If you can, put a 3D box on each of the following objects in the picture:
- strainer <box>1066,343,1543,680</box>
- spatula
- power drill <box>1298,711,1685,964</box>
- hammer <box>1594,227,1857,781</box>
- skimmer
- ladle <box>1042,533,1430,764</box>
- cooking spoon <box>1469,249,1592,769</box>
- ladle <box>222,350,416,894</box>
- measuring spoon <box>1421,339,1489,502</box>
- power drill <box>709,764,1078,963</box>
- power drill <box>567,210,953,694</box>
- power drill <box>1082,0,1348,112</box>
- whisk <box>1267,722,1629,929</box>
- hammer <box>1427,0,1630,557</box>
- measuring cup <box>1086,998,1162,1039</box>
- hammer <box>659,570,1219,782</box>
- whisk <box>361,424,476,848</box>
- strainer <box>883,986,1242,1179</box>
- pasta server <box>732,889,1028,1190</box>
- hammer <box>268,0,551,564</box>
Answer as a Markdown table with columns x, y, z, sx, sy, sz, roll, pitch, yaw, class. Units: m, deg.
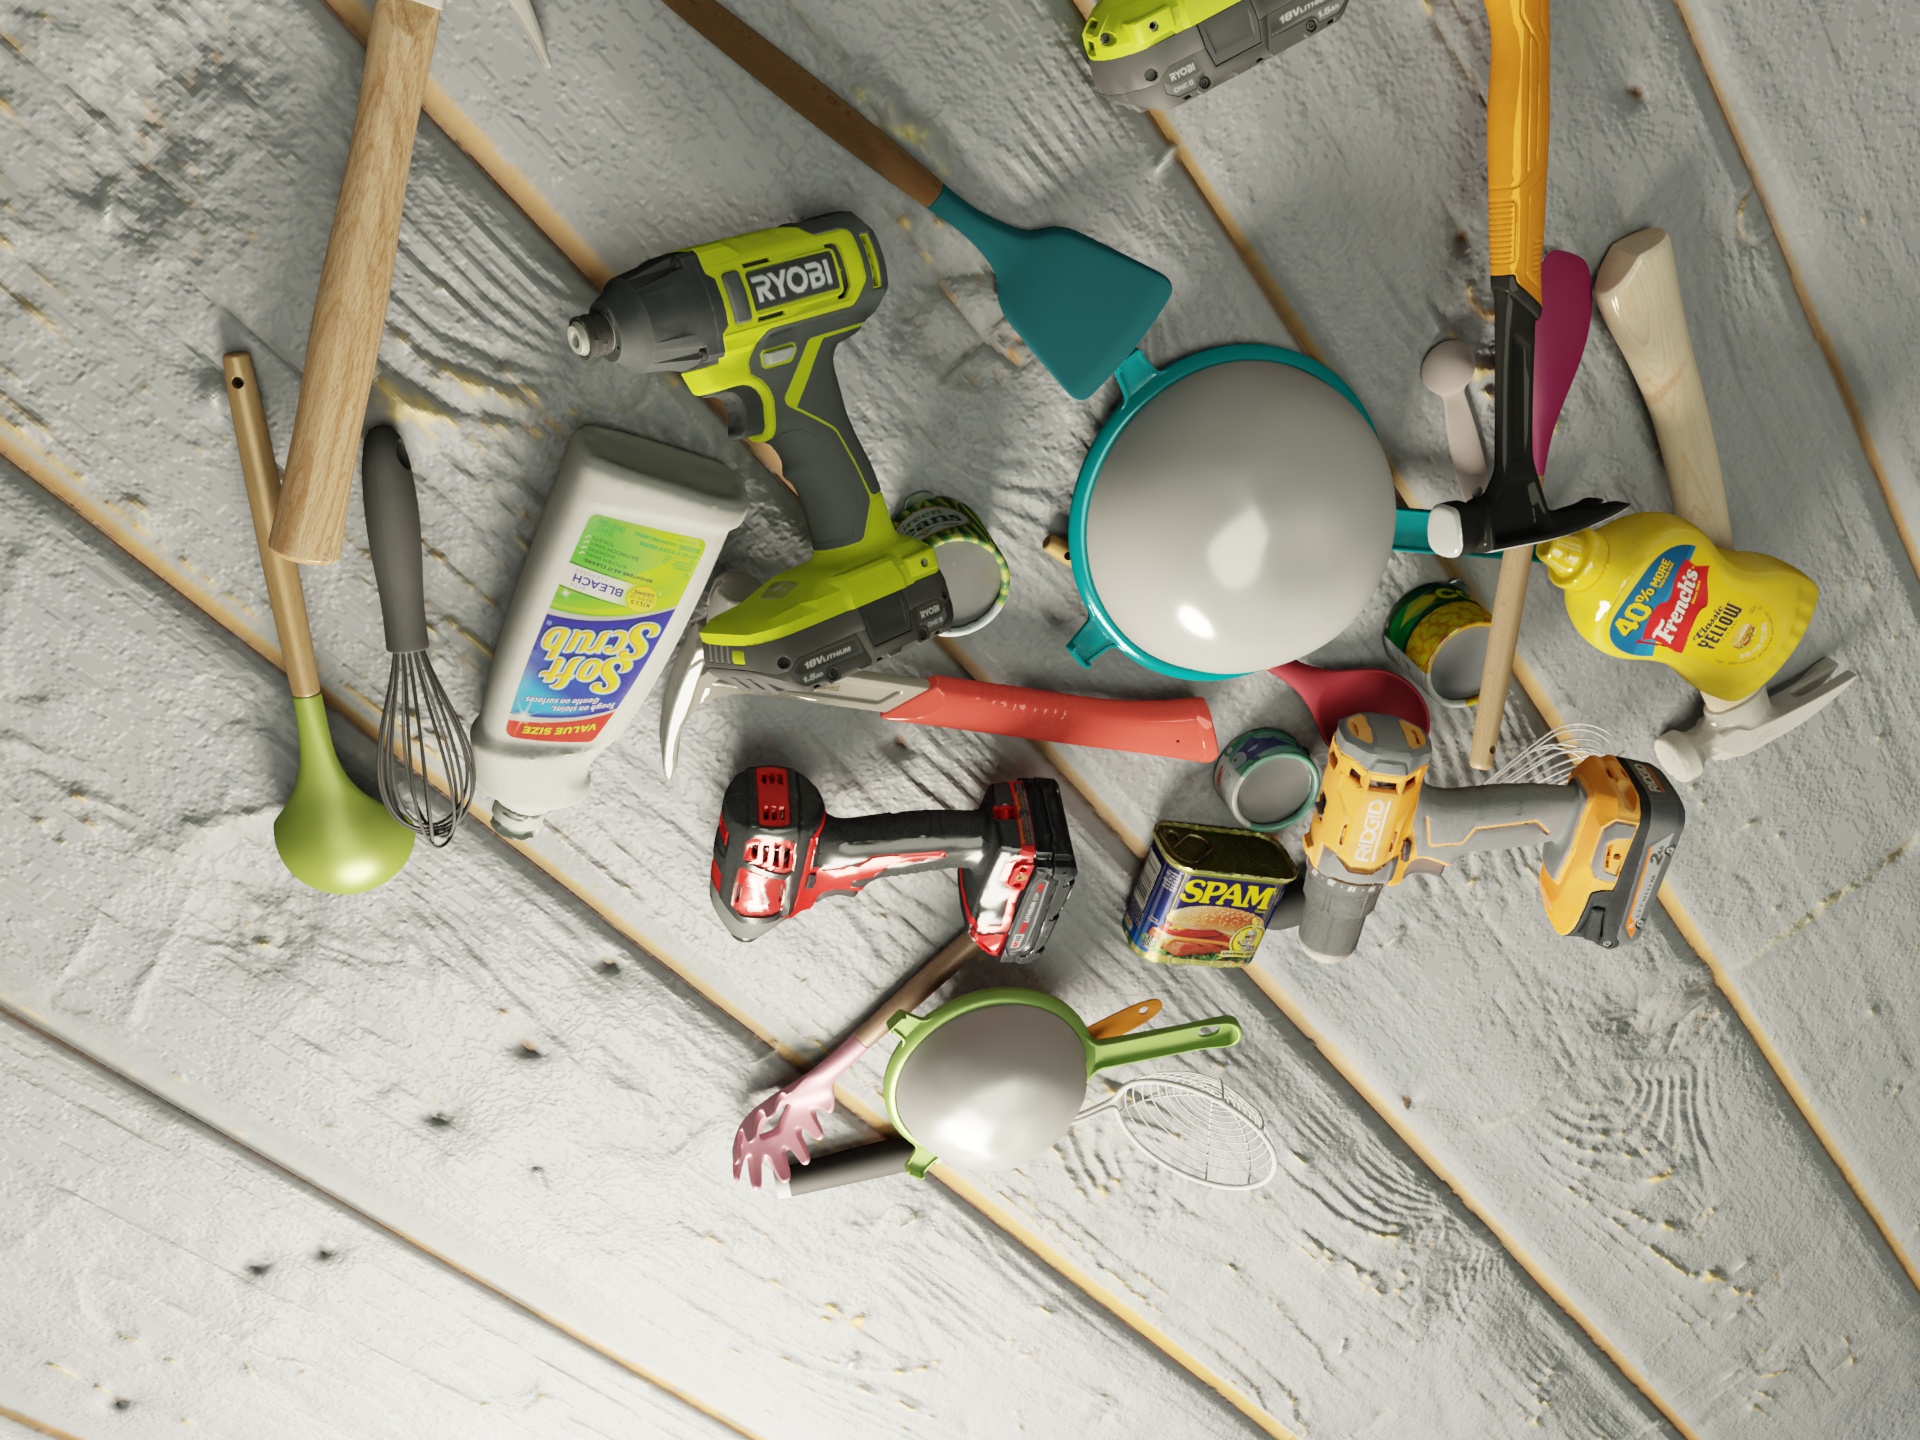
| x | y | z | sx | sy | sz | roll | pitch | yaw | class |
| --- | --- | --- | --- | --- | --- | --- | --- | --- | --- |
| 0.238 | -0.108 | 0.958 | 0.340 | 0.095 | 0.211 | 2 | 110 | -17 | strainer |
| -0.031 | -0.287 | 0.826 | 0.317 | 0.044 | 0.082 | 30 | 111 | -27 | spatula |
| 0.344 | 0.096 | 1.075 | 0.226 | 0.084 | 0.185 | 8 | 118 | -1 | power drill |
| 0.503 | -0.142 | 1.064 | 0.146 | 0.038 | 0.410 | -29 | 122 | 0 | hammer |
| 0.048 | 0.330 | 1.172 | 0.363 | 0.090 | 0.127 | -10 | 138 | -9 | skimmer |
| 0.182 | -0.048 | 1.033 | 0.315 | 0.031 | 0.069 | 25 | 107 | -25 | ladle |
| 0.348 | -0.126 | 0.981 | 0.068 | 0.017 | 0.319 | 2 | 100 | -34 | cooking spoon |
| -0.364 | -0.044 | 0.880 | 0.078 | 0.062 | 0.320 | -5 | 113 | -6 | ladle |
| 0.318 | -0.181 | 0.999 | 0.034 | 0.018 | 0.124 | -26 | 123 | 0 | measuring spoon |
| -0.049 | 0.095 | 1.009 | 0.219 | 0.079 | 0.143 | 3 | 137 | -15 | power drill |
| -0.097 | -0.134 | 0.819 | 0.171 | 0.080 | 0.223 | -26 | 109 | -34 | power drill |
| 0.105 | -0.435 | 0.761 | 0.190 | 0.080 | 0.228 | -27 | 120 | 1 | power drill |
| 0.343 | 0.082 | 1.139 | 0.284 | 0.070 | 0.070 | -26 | 123 | 6 | whisk |
| 0.322 | -0.266 | 0.901 | 0.127 | 0.034 | 0.336 | -13 | 109 | -20 | hammer |
| 0.058 | 0.224 | 1.139 | 0.173 | 0.052 | 0.095 | -23 | 122 | -4 | measuring cup |
| -0.002 | -0.003 | 0.991 | 0.359 | 0.037 | 0.149 | 8 | 132 | -23 | hammer |
| -0.302 | -0.042 | 0.875 | 0.055 | 0.055 | 0.239 | -5 | 108 | -13 | whisk |
| 0.078 | 0.250 | 1.086 | 0.256 | 0.069 | 0.151 | -10 | 121 | -8 | strainer |
| -0.046 | 0.211 | 1.110 | 0.316 | 0.040 | 0.060 | -43 | 133 | 9 | pasta server |
| -0.289 | -0.233 | 0.777 | 0.130 | 0.031 | 0.331 | 11 | 111 | -22 | hammer |
